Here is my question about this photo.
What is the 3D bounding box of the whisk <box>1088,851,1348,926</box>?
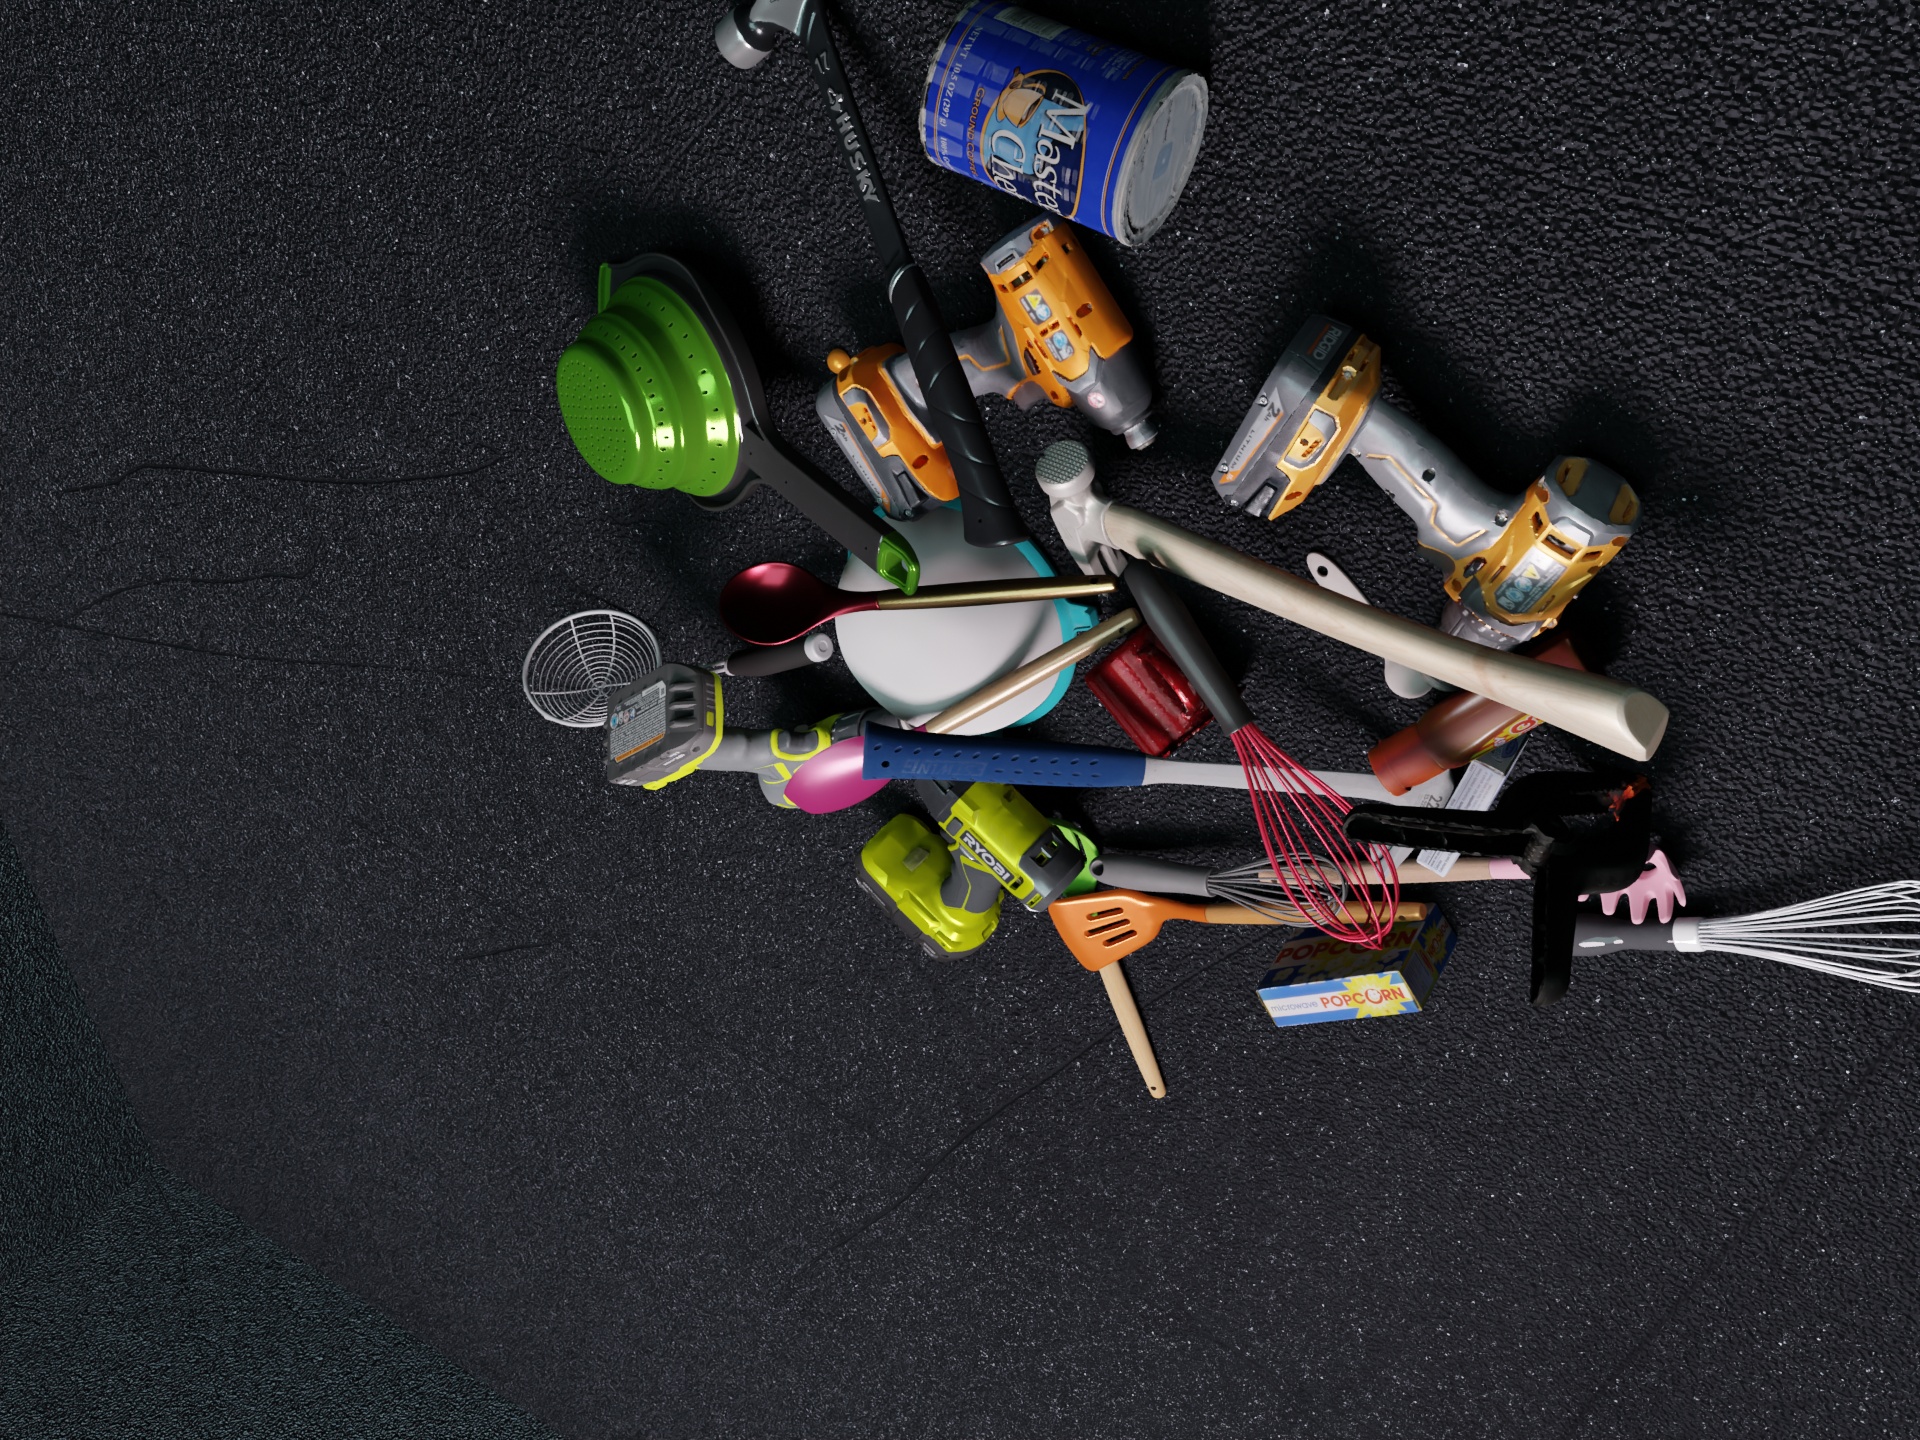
[{"bbox_3d":[0.193,0.121,1.223,0.239,0.055,0.055,2,122,44],"label":"whisk"}]

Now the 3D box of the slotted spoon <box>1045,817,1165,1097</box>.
[{"bbox_3d":[0.124,0.206,1.374,0.070,0.031,0.313,-9,118,29],"label":"slotted spoon"}]

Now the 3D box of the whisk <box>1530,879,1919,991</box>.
[{"bbox_3d":[0.503,0.136,1.021,0.285,0.070,0.070,-7,116,46],"label":"whisk"}]

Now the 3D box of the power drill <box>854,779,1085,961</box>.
[{"bbox_3d":[-0.005,0.106,1.325,0.171,0.080,0.223,44,150,4],"label":"power drill"}]

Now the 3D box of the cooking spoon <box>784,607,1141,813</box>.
[{"bbox_3d":[-0.002,-0.004,1.192,0.319,0.017,0.068,-29,134,23],"label":"cooking spoon"}]

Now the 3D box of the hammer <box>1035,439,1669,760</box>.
[{"bbox_3d":[0.231,-0.064,0.993,0.411,0.038,0.146,27,165,32],"label":"hammer"}]

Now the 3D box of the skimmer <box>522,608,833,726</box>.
[{"bbox_3d":[-0.250,-0.059,1.371,0.363,0.127,0.090,-7,139,47],"label":"skimmer"}]

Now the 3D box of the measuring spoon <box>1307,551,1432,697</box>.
[{"bbox_3d":[0.272,-0.062,1.068,0.124,0.018,0.034,50,137,-3],"label":"measuring spoon"}]

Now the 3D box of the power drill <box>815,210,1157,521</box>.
[{"bbox_3d":[0.023,-0.223,1.093,0.226,0.084,0.164,-25,104,41],"label":"power drill"}]

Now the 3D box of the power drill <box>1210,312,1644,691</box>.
[{"bbox_3d":[0.272,-0.124,0.982,0.226,0.084,0.185,33,143,6],"label":"power drill"}]

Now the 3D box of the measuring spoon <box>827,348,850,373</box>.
[{"bbox_3d":[-0.064,-0.230,1.201,0.021,0.011,0.117,-28,102,45],"label":"measuring spoon"}]

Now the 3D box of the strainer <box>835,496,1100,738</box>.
[{"bbox_3d":[-0.071,-0.105,1.239,0.340,0.095,0.211,40,137,4],"label":"strainer"}]

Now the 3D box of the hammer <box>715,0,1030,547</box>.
[{"bbox_3d":[-0.038,-0.303,1.027,0.149,0.036,0.409,-22,88,41],"label":"hammer"}]

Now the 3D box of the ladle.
[{"bbox_3d":[-0.035,-0.091,1.156,0.315,0.069,0.031,-2,161,25],"label":"ladle"}]

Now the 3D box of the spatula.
[{"bbox_3d":[0.213,0.159,1.252,0.323,0.041,0.081,-8,123,44],"label":"spatula"}]

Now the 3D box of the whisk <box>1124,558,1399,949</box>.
[{"bbox_3d":[0.191,0.020,1.024,0.073,0.073,0.296,-36,85,46],"label":"whisk"}]

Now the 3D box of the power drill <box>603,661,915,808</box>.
[{"bbox_3d":[-0.162,0.015,1.330,0.190,0.228,0.080,-23,64,45],"label":"power drill"}]

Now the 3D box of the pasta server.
[{"bbox_3d":[0.349,0.110,1.126,0.316,0.040,0.060,-7,124,41],"label":"pasta server"}]

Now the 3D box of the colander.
[{"bbox_3d":[-0.189,-0.200,1.187,0.397,0.094,0.204,41,142,27],"label":"colander"}]

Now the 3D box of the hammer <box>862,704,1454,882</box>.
[{"bbox_3d":[0.135,0.039,1.093,0.405,0.035,0.144,4,130,-4],"label":"hammer"}]
